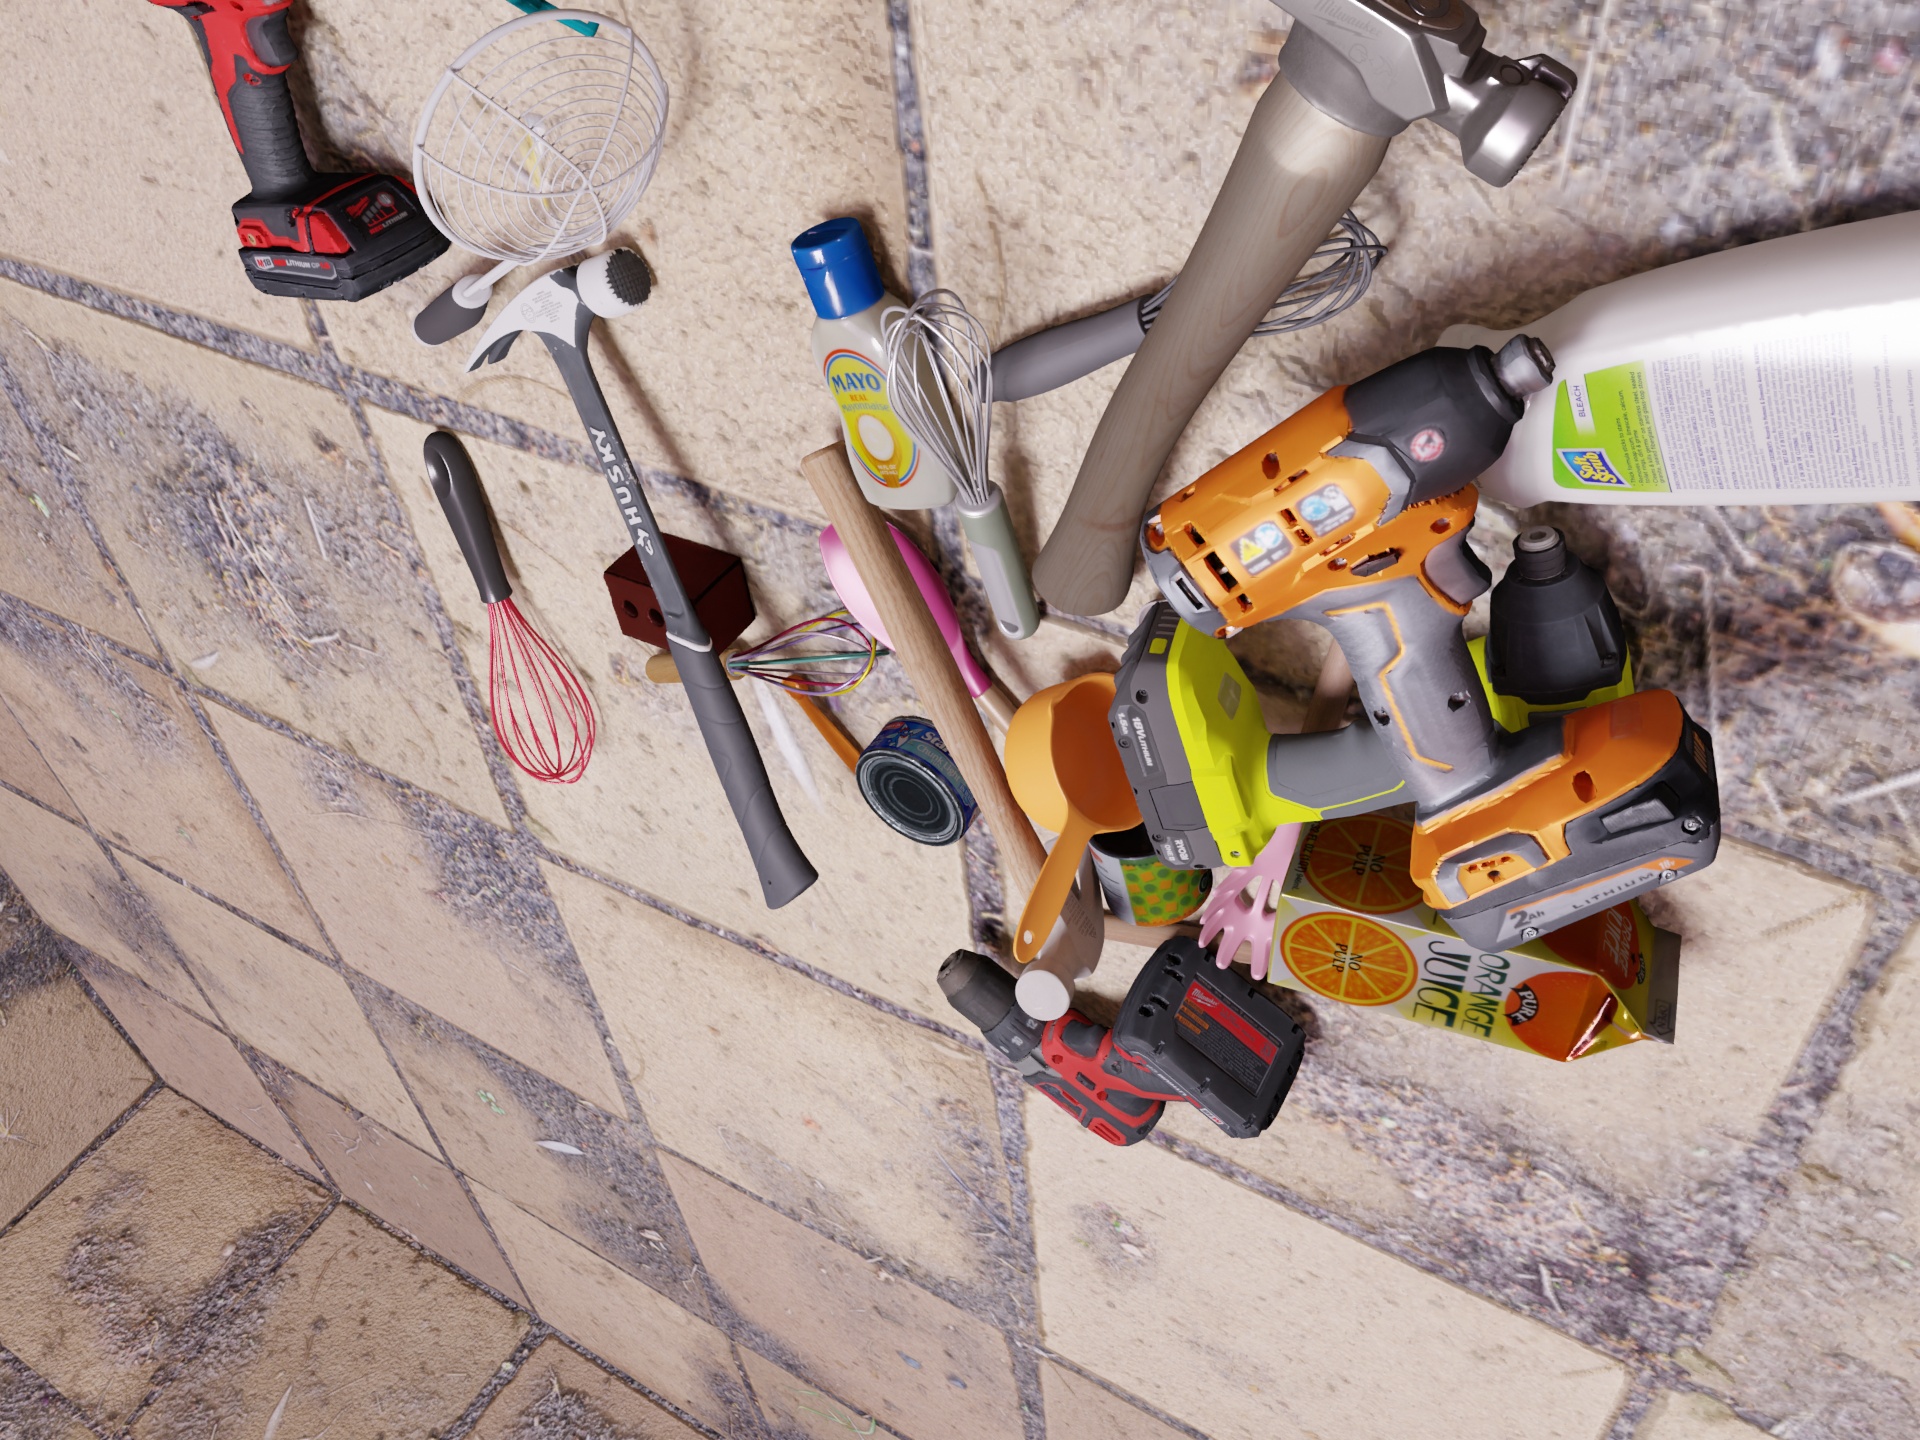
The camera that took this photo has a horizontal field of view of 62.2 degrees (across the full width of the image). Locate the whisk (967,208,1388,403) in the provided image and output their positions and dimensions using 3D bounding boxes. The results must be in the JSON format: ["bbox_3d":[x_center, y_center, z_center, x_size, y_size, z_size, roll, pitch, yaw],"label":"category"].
[{"bbox_3d":[0.082,-0.175,0.700,0.239,0.055,0.055,-8,123,50],"label":"whisk"}]

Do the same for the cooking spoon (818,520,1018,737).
[{"bbox_3d":[0.030,0.001,0.953,0.069,0.017,0.318,-31,107,37],"label":"cooking spoon"}]

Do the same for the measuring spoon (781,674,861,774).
[{"bbox_3d":[-0.080,0.012,1.072,0.021,0.011,0.116,-12,124,50],"label":"measuring spoon"}]

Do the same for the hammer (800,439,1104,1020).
[{"bbox_3d":[-0.001,-0.003,0.894,0.031,0.130,0.331,-22,100,24],"label":"hammer"}]

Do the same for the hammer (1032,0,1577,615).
[{"bbox_3d":[0.081,-0.150,0.653,0.146,0.038,0.410,34,157,3],"label":"hammer"}]

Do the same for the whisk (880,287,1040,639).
[{"bbox_3d":[0.007,-0.116,0.794,0.058,0.059,0.246,22,156,27],"label":"whisk"}]

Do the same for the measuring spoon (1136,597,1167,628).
[{"bbox_3d":[0.124,-0.078,0.796,0.034,0.018,0.124,38,137,10],"label":"measuring spoon"}]

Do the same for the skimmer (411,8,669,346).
[{"bbox_3d":[-0.256,-0.269,0.846,0.363,0.127,0.090,4,118,60],"label":"skimmer"}]

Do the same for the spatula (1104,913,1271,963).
[{"bbox_3d":[0.185,0.142,0.969,0.316,0.018,0.059,4,132,37],"label":"spatula"}]

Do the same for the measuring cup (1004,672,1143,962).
[{"bbox_3d":[0.050,0.055,0.866,0.095,0.174,0.052,39,151,-26],"label":"measuring cup"}]

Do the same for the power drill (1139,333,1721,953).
[{"bbox_3d":[0.199,-0.032,0.618,0.164,0.084,0.226,-33,104,34],"label":"power drill"}]

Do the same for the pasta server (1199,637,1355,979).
[{"bbox_3d":[0.181,0.031,0.839,0.060,0.040,0.316,16,139,10],"label":"pasta server"}]

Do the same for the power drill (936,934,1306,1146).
[{"bbox_3d":[0.096,0.205,1.050,0.188,0.080,0.226,40,152,-10],"label":"power drill"}]

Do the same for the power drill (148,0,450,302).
[{"bbox_3d":[-0.381,-0.354,0.892,0.143,0.078,0.219,12,133,32],"label":"power drill"}]

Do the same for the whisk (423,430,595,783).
[{"bbox_3d":[-0.332,-0.075,1.164,0.073,0.073,0.295,12,129,33],"label":"whisk"}]

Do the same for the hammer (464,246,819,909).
[{"bbox_3d":[-0.176,-0.067,0.963,0.149,0.036,0.408,-6,111,39],"label":"hammer"}]

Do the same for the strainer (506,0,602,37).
[{"bbox_3d":[-0.301,-0.438,0.700,0.341,0.211,0.095,39,104,22],"label":"strainer"}]

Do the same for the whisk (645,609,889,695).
[{"bbox_3d":[-0.132,-0.041,1.040,0.245,0.051,0.047,-1,108,47],"label":"whisk"}]

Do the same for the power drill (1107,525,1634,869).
[{"bbox_3d":[0.191,-0.003,0.735,0.223,0.080,0.171,-6,126,26],"label":"power drill"}]
